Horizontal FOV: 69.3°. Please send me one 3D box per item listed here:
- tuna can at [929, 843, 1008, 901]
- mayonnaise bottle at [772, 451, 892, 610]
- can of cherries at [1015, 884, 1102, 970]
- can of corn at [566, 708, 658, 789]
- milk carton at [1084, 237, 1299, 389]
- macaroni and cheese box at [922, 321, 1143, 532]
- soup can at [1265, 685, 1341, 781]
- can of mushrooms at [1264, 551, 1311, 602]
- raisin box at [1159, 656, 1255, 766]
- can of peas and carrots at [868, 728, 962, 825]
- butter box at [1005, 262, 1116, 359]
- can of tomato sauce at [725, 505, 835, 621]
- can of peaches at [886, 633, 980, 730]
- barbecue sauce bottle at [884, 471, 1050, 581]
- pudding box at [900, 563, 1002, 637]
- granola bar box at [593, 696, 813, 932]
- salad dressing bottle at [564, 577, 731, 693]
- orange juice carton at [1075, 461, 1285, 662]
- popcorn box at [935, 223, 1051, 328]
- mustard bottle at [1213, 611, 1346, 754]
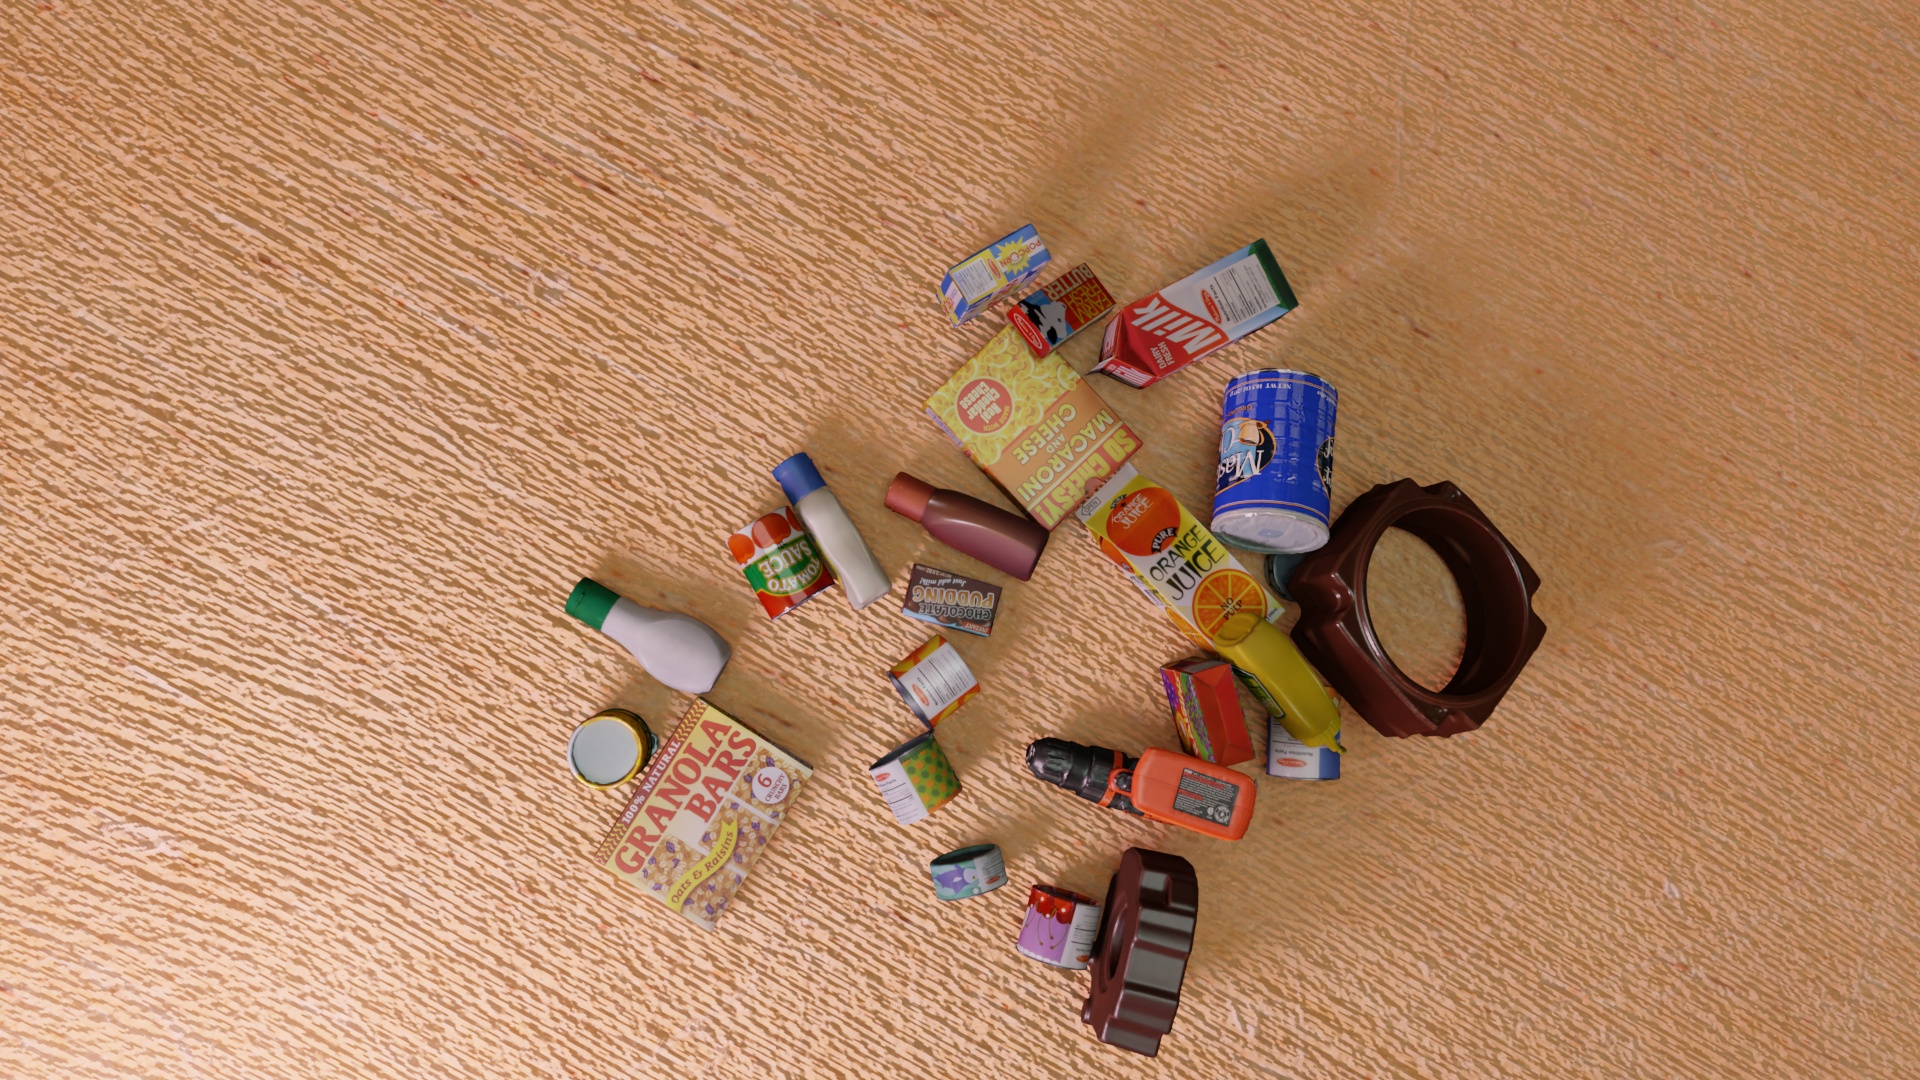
[{"bbox_3d":[0.005,0.295,1.236,0.071,0.071,0.033,-14,88,-5],"label":"tuna can"},{"bbox_3d":[-0.116,-0.009,1.246,0.041,0.064,0.148,-32,86,-9],"label":"mayonnaise bottle"},{"bbox_3d":[0.086,0.344,1.240,0.071,0.071,0.058,15,86,-4],"label":"can of cherries"},{"bbox_3d":[-0.304,0.182,1.218,0.071,0.058,0.071,0,87,-5],"label":"can of corn"},{"bbox_3d":[0.204,-0.198,1.278,0.191,0.072,0.073,-27,90,-7],"label":"milk carton"},{"bbox_3d":[0.066,-0.106,1.276,0.124,0.040,0.166,-44,91,-5],"label":"macaroni and cheese box"},{"bbox_3d":[0.315,0.174,1.270,0.071,0.071,0.084,3,86,-5],"label":"soup can"},{"bbox_3d":[0.318,0.023,1.294,0.071,0.033,0.071,0,87,-4],"label":"can of mushrooms"},{"bbox_3d":[0.218,0.150,1.232,0.040,0.123,0.086,-16,89,-5],"label":"raisin box"},{"bbox_3d":[-0.038,0.211,1.237,0.071,0.071,0.058,-30,90,-6],"label":"can of peas and carrots"},{"bbox_3d":[0.093,-0.211,1.269,0.104,0.024,0.053,-37,88,-36],"label":"butter box"},{"bbox_3d":[-0.160,0.020,1.234,0.071,0.071,0.083,-31,89,-6],"label":"can of tomato sauce"},{"bbox_3d":[-0.024,0.126,1.242,0.058,0.071,0.071,-37,91,-11],"label":"can of peaches"},{"bbox_3d":[0.004,-0.016,1.257,0.148,0.064,0.044,25,59,5],"label":"barbecue sauce bottle"},{"bbox_3d":[-0.009,0.055,1.265,0.084,0.030,0.049,16,87,-4],"label":"pudding box"},{"bbox_3d":[-0.226,0.240,1.231,0.124,0.039,0.165,33,85,-3],"label":"granola bar box"},{"bbox_3d":[-0.278,0.082,1.234,0.148,0.044,0.064,29,87,-2],"label":"salad dressing bottle"},{"bbox_3d":[0.195,0.020,1.263,0.072,0.073,0.192,-45,91,-5],"label":"orange juice carton"},{"bbox_3d":[0.027,-0.234,1.237,0.085,0.126,0.038,-31,93,-5],"label":"popcorn box"},{"bbox_3d":[0.286,0.132,1.203,0.049,0.065,0.160,-43,102,-9],"label":"mustard bottle"}]
